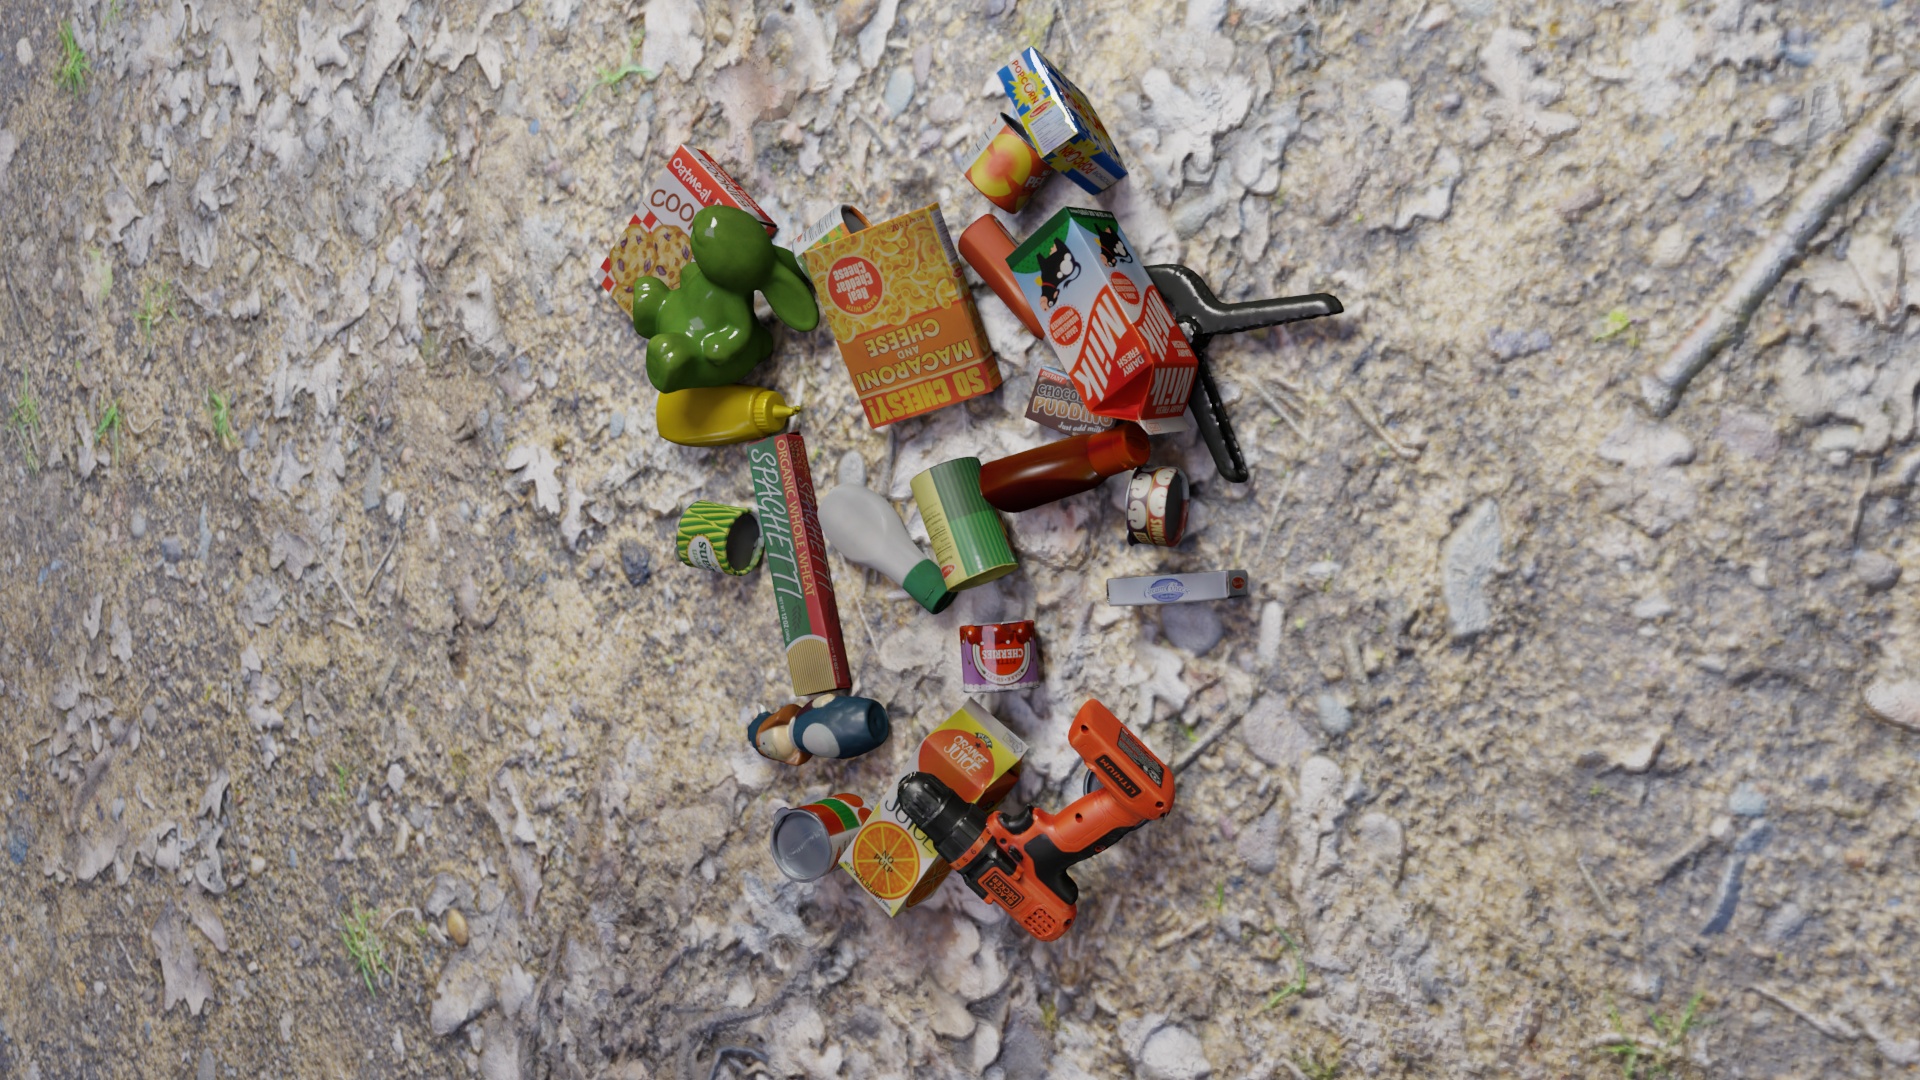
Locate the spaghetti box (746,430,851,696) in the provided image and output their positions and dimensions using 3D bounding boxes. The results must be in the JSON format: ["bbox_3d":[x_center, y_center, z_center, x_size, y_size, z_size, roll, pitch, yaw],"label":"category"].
[{"bbox_3d":[-0.154,0.022,1.314,0.050,0.029,0.250,-15,84,26],"label":"spaghetti box"}]

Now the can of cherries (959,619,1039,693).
[{"bbox_3d":[0.034,0.099,1.192,0.071,0.071,0.058,-5,88,28],"label":"can of cherries"}]

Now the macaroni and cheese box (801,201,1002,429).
[{"bbox_3d":[-0.049,-0.195,1.217,0.123,0.040,0.166,-15,105,21],"label":"macaroni and cheese box"}]

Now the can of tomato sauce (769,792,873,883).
[{"bbox_3d":[-0.125,0.269,1.270,0.071,0.083,0.071,0,91,28],"label":"can of tomato sauce"}]

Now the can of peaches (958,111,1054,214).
[{"bbox_3d":[0.043,-0.320,1.188,0.058,0.071,0.071,-47,71,20],"label":"can of peaches"}]

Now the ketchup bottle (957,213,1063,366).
[{"bbox_3d":[0.060,-0.209,1.183,0.043,0.064,0.149,-40,81,2],"label":"ketchup bottle"}]

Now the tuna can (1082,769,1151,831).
[{"bbox_3d":[0.139,0.205,1.159,0.071,0.033,0.071,0,91,28],"label":"tuna can"}]

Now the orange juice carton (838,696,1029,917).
[{"bbox_3d":[-0.018,0.231,1.219,0.072,0.073,0.192,41,108,21],"label":"orange juice carton"}]

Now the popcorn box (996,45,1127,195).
[{"bbox_3d":[0.085,-0.338,1.130,0.038,0.127,0.085,-30,77,21],"label":"popcorn box"}]

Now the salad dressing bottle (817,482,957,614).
[{"bbox_3d":[-0.065,0.008,1.260,0.148,0.044,0.064,41,106,20],"label":"salad dressing bottle"}]

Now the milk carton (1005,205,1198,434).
[{"bbox_3d":[0.121,-0.166,1.106,0.073,0.072,0.191,-37,74,36],"label":"milk carton"}]

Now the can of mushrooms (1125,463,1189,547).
[{"bbox_3d":[0.160,-0.026,1.126,0.033,0.071,0.071,7,94,26],"label":"can of mushrooms"}]

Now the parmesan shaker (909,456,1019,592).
[{"bbox_3d":[0.004,-0.015,1.208,0.071,0.071,0.103,-25,79,26],"label":"parmesan shaker"}]

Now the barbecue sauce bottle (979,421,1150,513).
[{"bbox_3d":[0.088,-0.060,1.148,0.148,0.065,0.044,-17,67,42],"label":"barbecue sauce bottle"}]

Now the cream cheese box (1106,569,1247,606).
[{"bbox_3d":[0.176,0.039,1.127,0.103,0.053,0.024,-5,86,28],"label":"cream cheese box"}]

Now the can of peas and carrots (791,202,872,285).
[{"bbox_3d":[-0.109,-0.264,1.269,0.058,0.071,0.071,-33,76,24],"label":"can of peas and carrots"}]

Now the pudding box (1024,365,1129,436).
[{"bbox_3d":[0.102,-0.112,1.178,0.084,0.030,0.049,25,101,25],"label":"pudding box"}]

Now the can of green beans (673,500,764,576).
[{"bbox_3d":[-0.230,-0.002,1.333,0.058,0.071,0.071,10,95,27],"label":"can of green beans"}]

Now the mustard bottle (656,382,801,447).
[{"bbox_3d":[-0.218,-0.122,1.335,0.160,0.049,0.065,3,91,27],"label":"mustard bottle"}]

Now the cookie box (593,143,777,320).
[{"bbox_3d":[-0.272,-0.285,1.368,0.123,0.040,0.167,47,111,19],"label":"cookie box"}]
